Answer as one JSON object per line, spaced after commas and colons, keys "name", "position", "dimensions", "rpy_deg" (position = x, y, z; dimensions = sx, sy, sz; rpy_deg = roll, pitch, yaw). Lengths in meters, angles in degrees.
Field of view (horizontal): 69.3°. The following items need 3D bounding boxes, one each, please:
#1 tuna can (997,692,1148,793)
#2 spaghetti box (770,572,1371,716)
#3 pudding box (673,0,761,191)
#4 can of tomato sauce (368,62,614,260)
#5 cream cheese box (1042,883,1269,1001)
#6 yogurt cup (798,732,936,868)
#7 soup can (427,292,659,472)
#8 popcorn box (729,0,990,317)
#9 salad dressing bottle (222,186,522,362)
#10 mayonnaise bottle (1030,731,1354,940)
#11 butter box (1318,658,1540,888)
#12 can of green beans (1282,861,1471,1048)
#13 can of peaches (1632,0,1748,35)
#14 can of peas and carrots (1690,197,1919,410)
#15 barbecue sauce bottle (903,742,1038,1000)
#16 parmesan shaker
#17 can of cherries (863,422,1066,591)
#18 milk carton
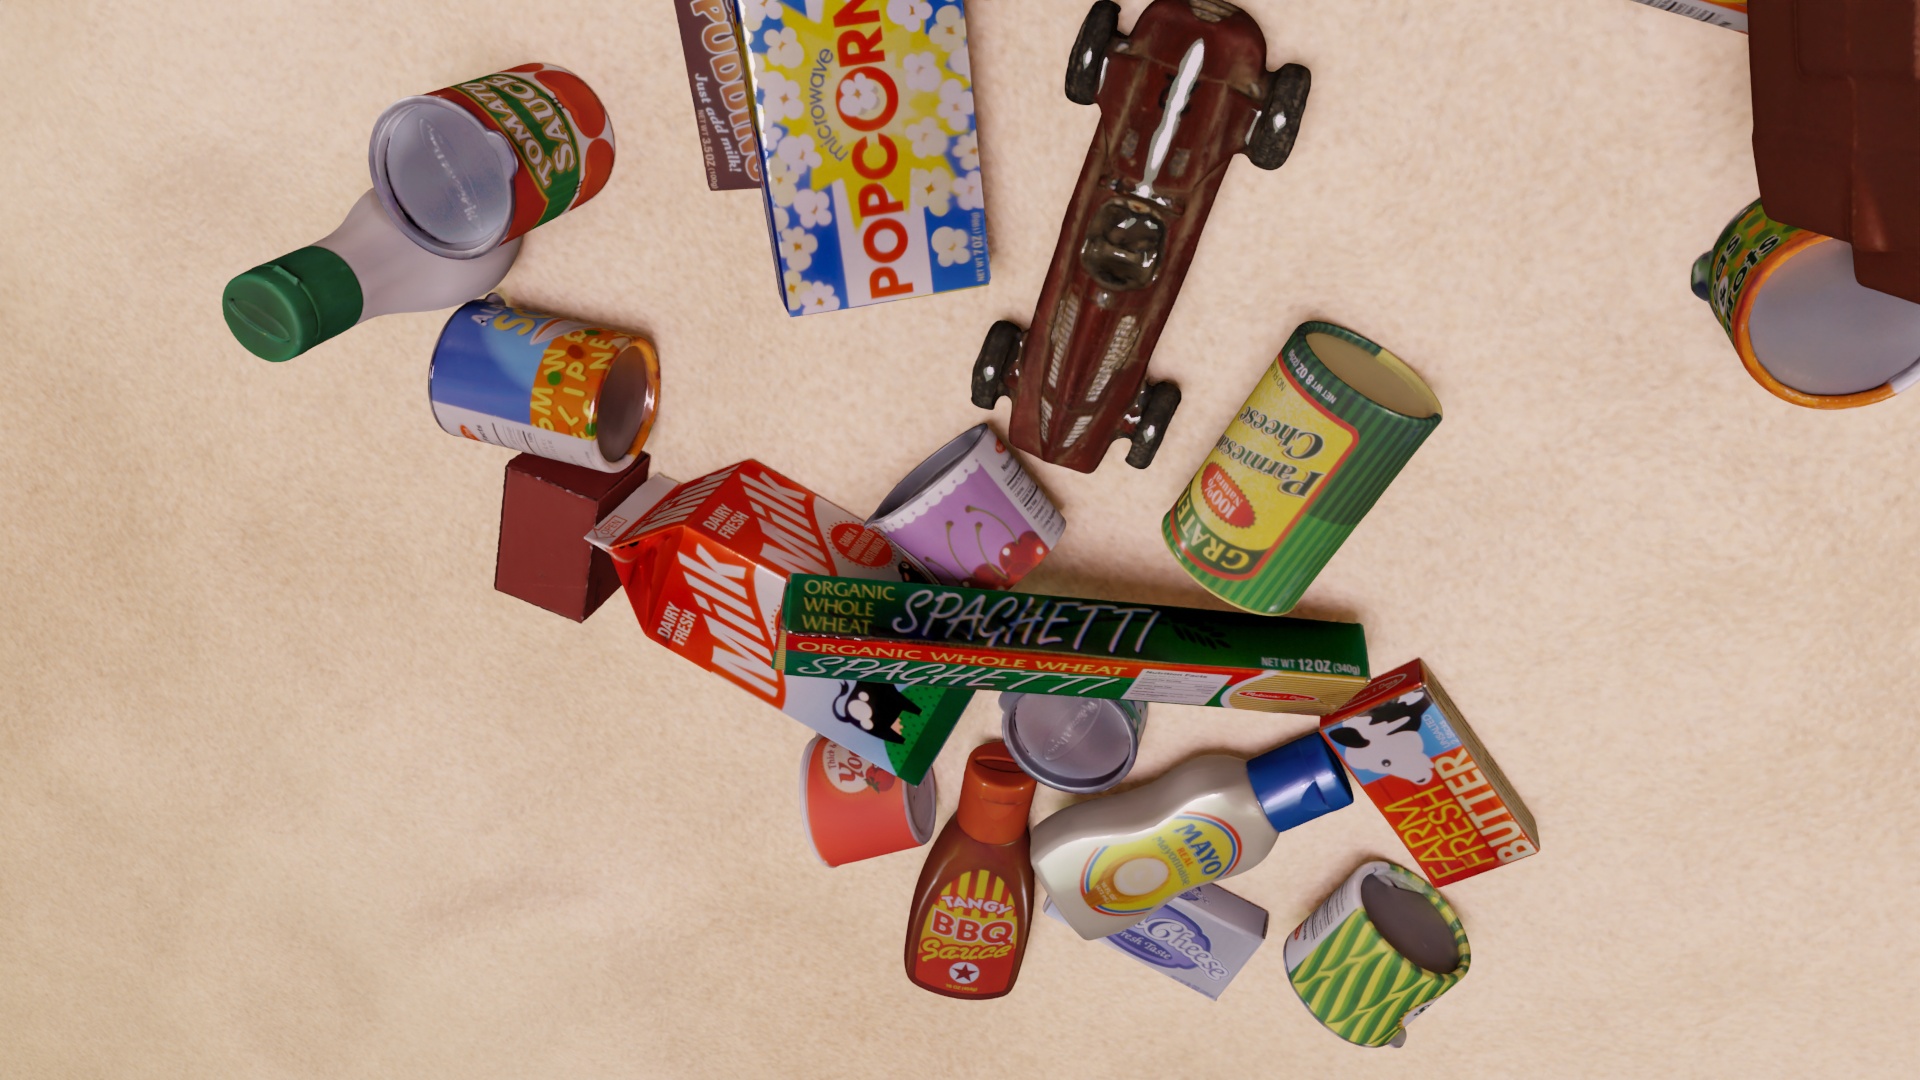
{"name": "tuna can", "position": [0.053, 0.084, 0.668], "dimensions": [0.071, 0.033, 0.070], "rpy_deg": [8, 119, 15]}
{"name": "spaghetti box", "position": [0.046, 0.046, 0.592], "dimensions": [0.250, 0.029, 0.050], "rpy_deg": [5, 154, -7]}
{"name": "pudding box", "position": [-0.083, -0.188, 0.571], "dimensions": [0.049, 0.030, 0.083], "rpy_deg": [2, 118, 17]}
{"name": "can of tomato sauce", "position": [-0.195, -0.164, 0.590], "dimensions": [0.071, 0.083, 0.070], "rpy_deg": [8, 119, 15]}
{"name": "cream cheese box", "position": [0.099, 0.191, 0.714], "dimensions": [0.104, 0.024, 0.053], "rpy_deg": [27, 122, 4]}
{"name": "yogurt cup", "position": [-0.045, 0.130, 0.709], "dimensions": [0.054, 0.073, 0.072], "rpy_deg": [-9, 114, 14]}
{"name": "soup can", "position": [-0.192, -0.075, 0.649], "dimensions": [0.084, 0.072, 0.071], "rpy_deg": [13, 121, 11]}
{"name": "popcorn box", "position": [-0.038, -0.157, 0.546], "dimensions": [0.085, 0.038, 0.126], "rpy_deg": [-11, 116, -9]}
{"name": "salad dressing bottle", "position": [-0.247, -0.119, 0.594], "dimensions": [0.064, 0.148, 0.043], "rpy_deg": [34, 123, 0]}
{"name": "mayonnaise bottle", "position": [0.109, 0.135, 0.656], "dimensions": [0.148, 0.041, 0.064], "rpy_deg": [-27, 109, 16]}
{"name": "butter box", "position": [0.213, 0.108, 0.630], "dimensions": [0.053, 0.024, 0.103], "rpy_deg": [-31, 104, 29]}
{"name": "can of green beans", "position": [0.197, 0.195, 0.658], "dimensions": [0.071, 0.071, 0.057], "rpy_deg": [32, 122, 0]}
{"name": "can of peaches", "position": [0.239, -0.200, 0.432], "dimensions": [0.058, 0.071, 0.071], "rpy_deg": [20, 122, 9]}
{"name": "can of peas and carrots", "position": [0.295, -0.085, 0.478], "dimensions": [0.071, 0.059, 0.070], "rpy_deg": [8, 119, 15]}
{"name": "barbecue sauce bottle", "position": [0.010, 0.173, 0.723], "dimensions": [0.065, 0.044, 0.147], "rpy_deg": [9, 120, -2]}
{"name": "parmesan shaker", "position": [0.134, -0.031, 0.561], "dimensions": [0.071, 0.072, 0.102], "rpy_deg": [31, 122, 1]}
{"name": "can of cherries", "position": [0.002, -0.008, 0.616], "dimensions": [0.071, 0.072, 0.058], "rpy_deg": [-34, 104, 30]}
{"name": "milk carton", "position": [-0.079, 0.028, 0.660], "dimensions": [0.191, 0.073, 0.073], "rpy_deg": [29, 123, 2]}
